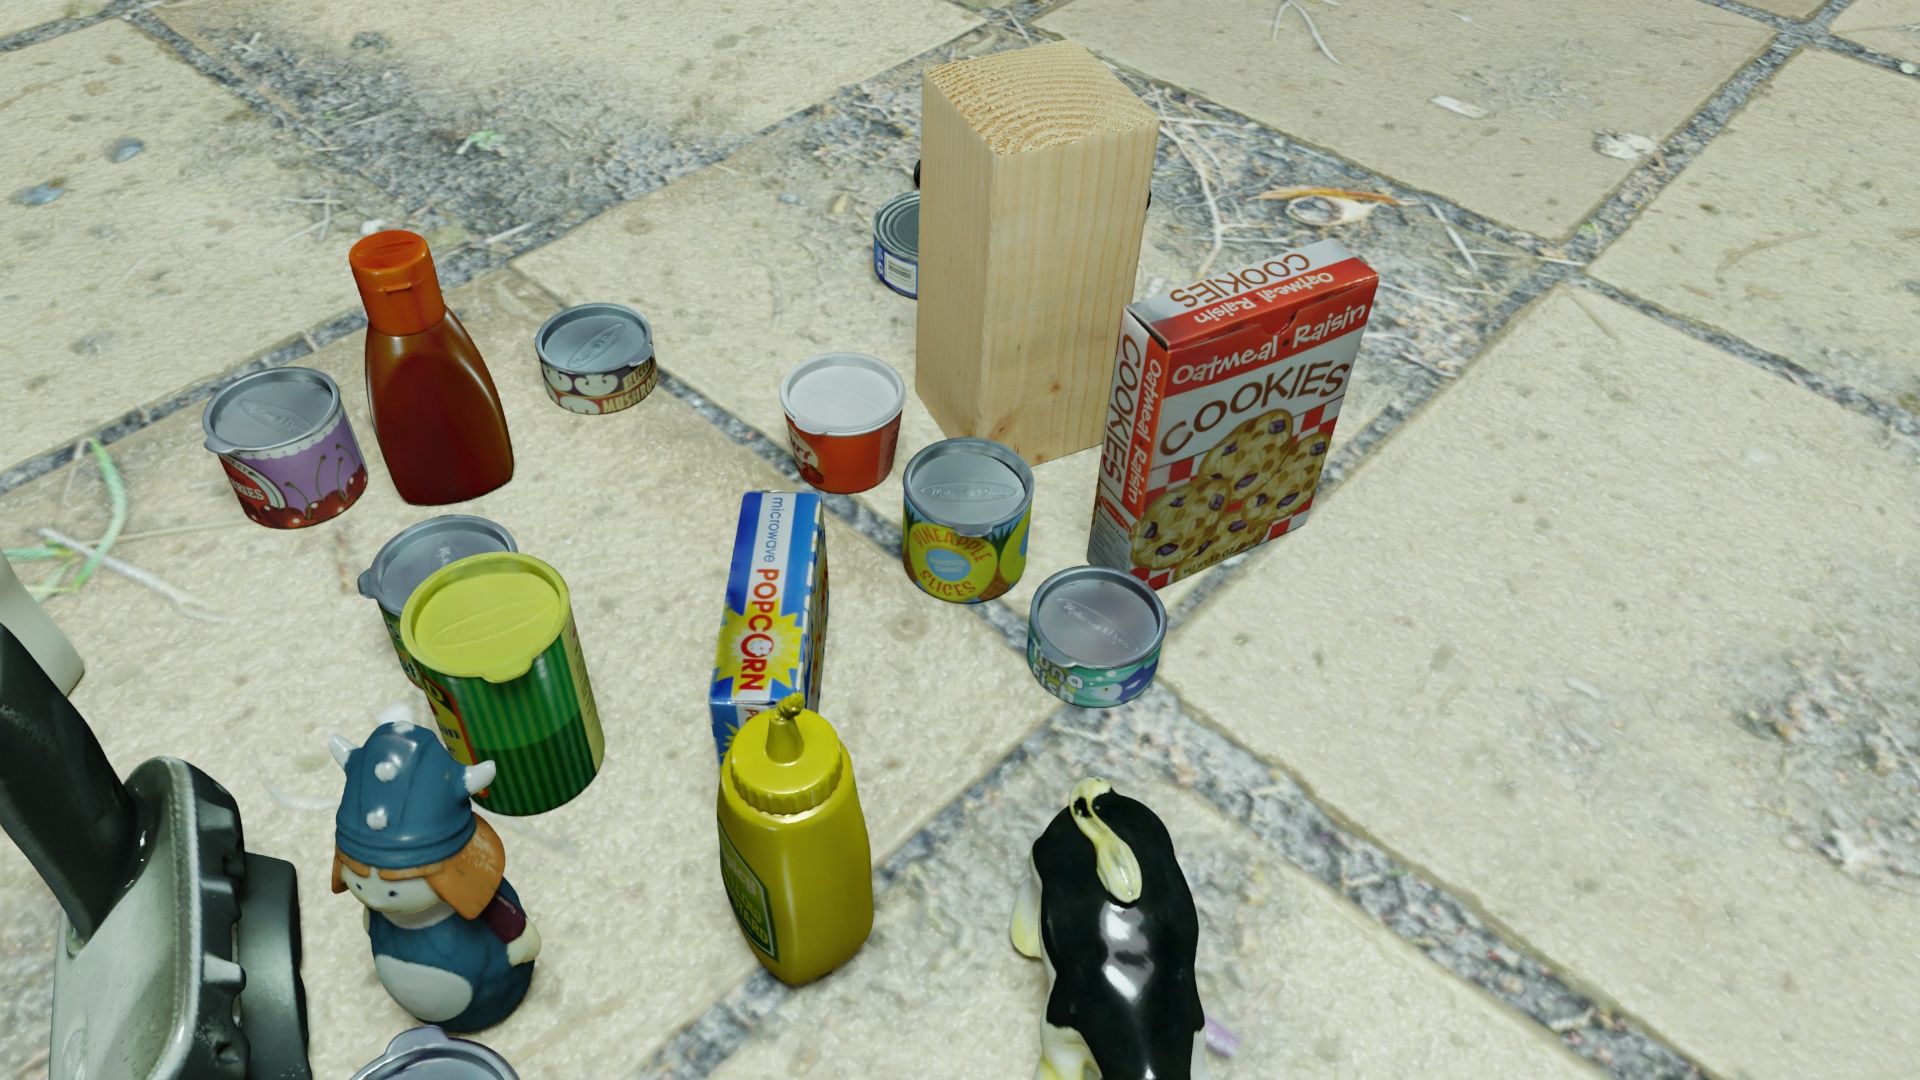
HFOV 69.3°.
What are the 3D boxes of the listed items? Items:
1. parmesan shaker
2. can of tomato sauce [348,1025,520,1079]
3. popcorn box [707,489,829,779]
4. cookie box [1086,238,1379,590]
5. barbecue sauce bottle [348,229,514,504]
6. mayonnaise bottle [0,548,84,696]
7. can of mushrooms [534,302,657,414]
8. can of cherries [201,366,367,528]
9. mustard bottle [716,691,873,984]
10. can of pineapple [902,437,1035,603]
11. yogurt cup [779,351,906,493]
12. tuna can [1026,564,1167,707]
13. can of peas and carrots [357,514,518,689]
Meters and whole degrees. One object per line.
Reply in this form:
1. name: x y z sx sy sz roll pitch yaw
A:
1. parmesan shaker: -0.192 0.066 0.595 0.071 0.102 0.072 2 46 -1
2. can of tomato sauce: -0.172 0.214 0.464 0.071 0.082 0.071 2 46 -1
3. popcorn box: -0.084 0.050 0.628 0.038 0.084 0.127 2 46 -1
4. cookie box: 0.131 -0.056 0.687 0.123 0.166 0.040 -22 50 -22
5. barbecue sauce bottle: -0.272 -0.086 0.707 0.065 0.147 0.044 -15 48 -17
6. mayonnaise bottle: -0.440 0.017 0.598 0.065 0.147 0.041 9 46 6
7. can of mushrooms: -0.209 -0.106 0.810 0.071 0.033 0.071 2 46 -2
8. can of cherries: -0.354 -0.047 0.728 0.071 0.058 0.072 2 46 -1
9. mustard bottle: -0.064 0.106 0.522 0.049 0.159 0.065 -26 52 -25
10. can of pineapple: 0.003 -0.009 0.710 0.071 0.057 0.071 2 46 -1
11. yogurt cup: -0.064 -0.063 0.762 0.072 0.053 0.073 2 46 -1
12. tuna can: 0.064 0.048 0.675 0.071 0.032 0.071 2 46 -2
13. can of peas and carrots: -0.240 0.032 0.656 0.071 0.058 0.071 2 46 -1
